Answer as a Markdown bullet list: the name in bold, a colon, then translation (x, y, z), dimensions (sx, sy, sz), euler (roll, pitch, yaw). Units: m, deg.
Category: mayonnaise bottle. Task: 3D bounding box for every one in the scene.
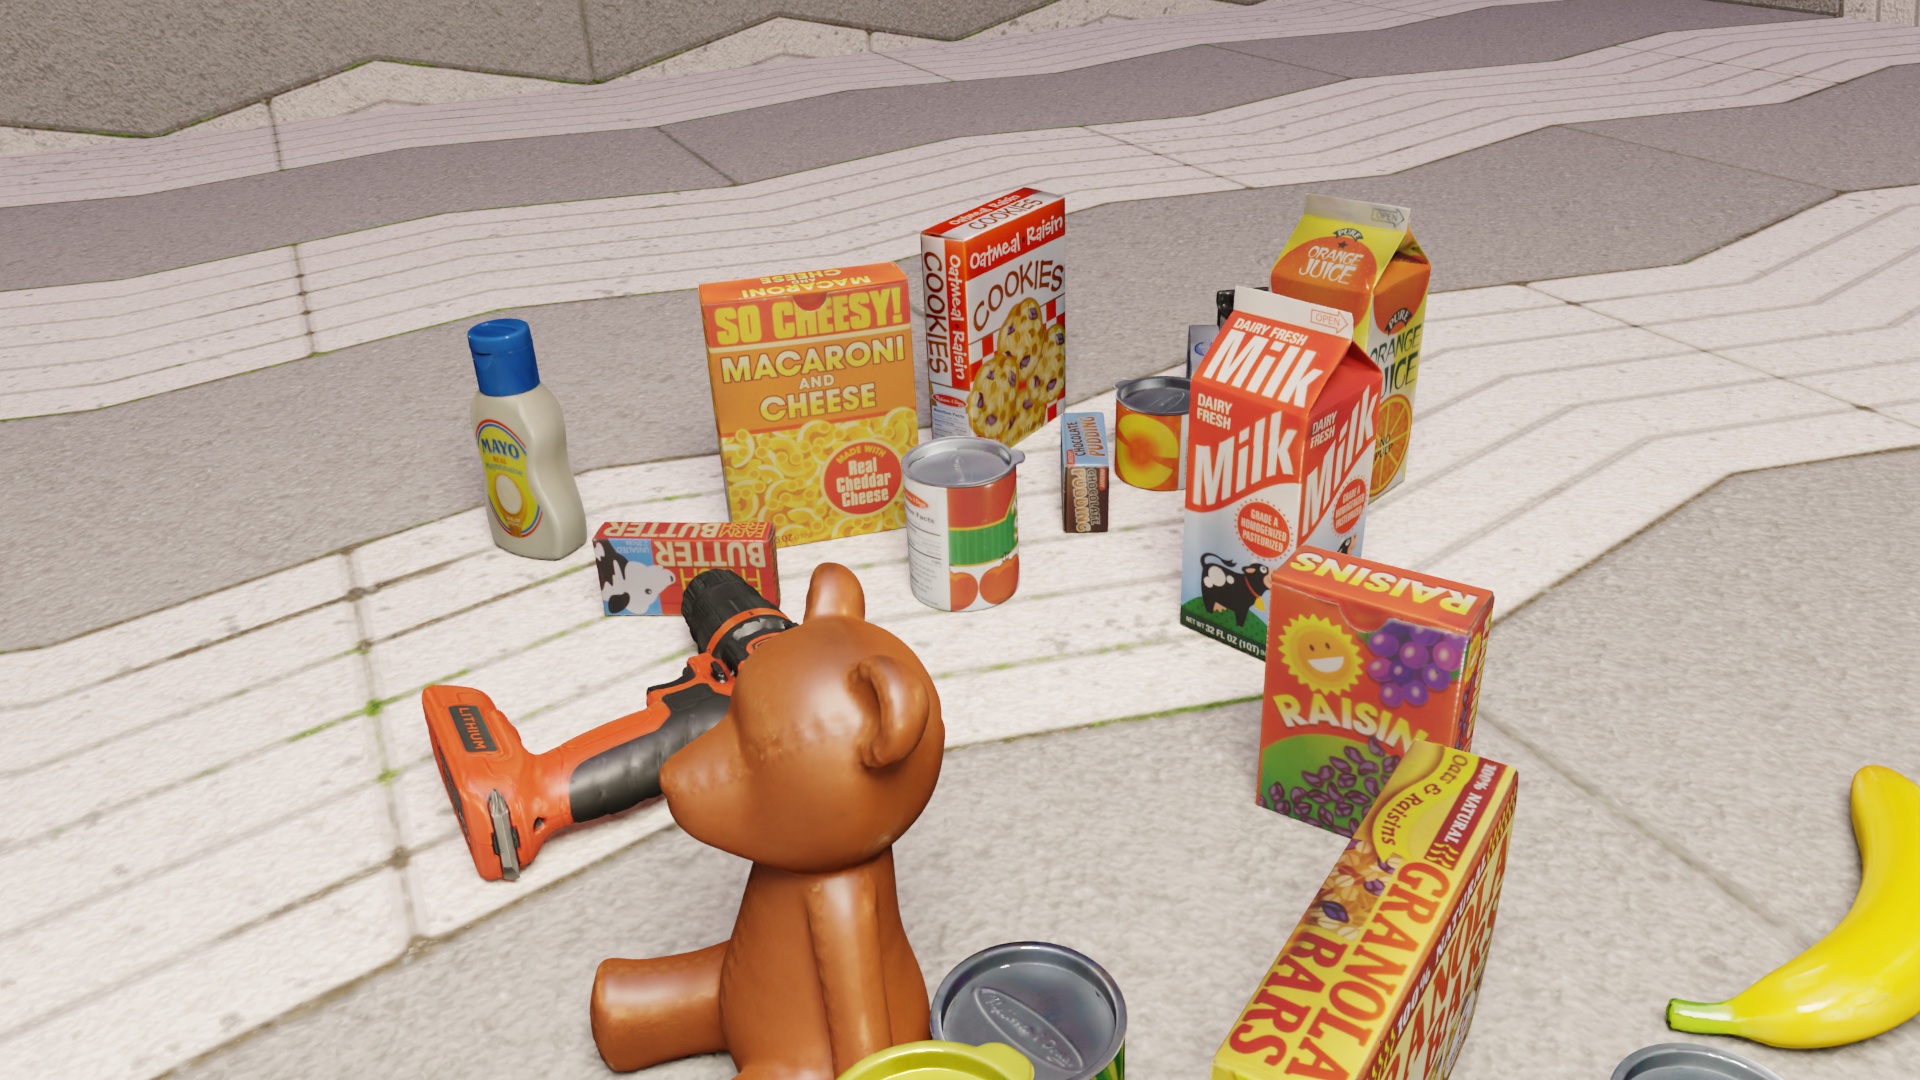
- **mayonnaise bottle**: translation (-0.273, -0.062, 0.861), dimensions (0.065, 0.147, 0.041), euler (12, 31, 25)

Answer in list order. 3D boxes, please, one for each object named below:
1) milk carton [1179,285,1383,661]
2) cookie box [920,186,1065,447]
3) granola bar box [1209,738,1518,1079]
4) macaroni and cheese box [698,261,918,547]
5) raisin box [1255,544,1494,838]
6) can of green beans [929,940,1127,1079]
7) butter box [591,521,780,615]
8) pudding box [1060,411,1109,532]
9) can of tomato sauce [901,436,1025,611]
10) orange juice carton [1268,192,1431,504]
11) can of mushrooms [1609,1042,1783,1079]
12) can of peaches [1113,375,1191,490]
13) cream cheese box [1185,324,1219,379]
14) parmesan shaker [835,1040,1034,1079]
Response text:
- **milk carton**: translation (0.168, -0.037, 0.734), dimensions (0.074, 0.189, 0.072), euler (-27, 37, -37)
- **cookie box**: translation (0.026, -0.150, 0.977), dimensions (0.040, 0.166, 0.123), euler (17, 34, 32)
- **granola bar box**: translation (0.130, 0.160, 0.445), dimensions (0.039, 0.123, 0.166), euler (16, 34, 31)
- **macaroni and cheese box**: translation (-0.089, -0.081, 0.860), dimensions (0.124, 0.165, 0.040), euler (-10, 29, -13)
- **raisin box**: translation (0.177, 0.071, 0.604), dimensions (0.086, 0.122, 0.040), euler (17, 34, 32)
- **can of green beans**: translation (0.024, 0.183, 0.479), dimensions (0.071, 0.057, 0.071), euler (-2, 28, 1)
- **butter box**: translation (-0.157, 0.017, 0.805), dimensions (0.103, 0.053, 0.024), euler (0, 28, 5)
- **pudding box**: translation (0.080, -0.046, 0.903), dimensions (0.030, 0.049, 0.084), euler (-1, 29, 3)
- **can of tomato sauce**: translation (0.003, -0.010, 0.810), dimensions (0.071, 0.082, 0.071), euler (-2, 28, 1)
- **orange juice carton**: translation (0.242, -0.120, 0.878), dimensions (0.072, 0.191, 0.073), euler (23, 38, 39)
- **can of mushrooms**: translation (0.246, 0.202, 0.452), dimensions (0.071, 0.033, 0.071), euler (-2, 29, 1)
- **can of peaches**: translation (0.136, -0.073, 0.941), dimensions (0.071, 0.057, 0.071), euler (-2, 28, 1)
- **cream cheese box**: translation (0.179, -0.116, 1.020), dimensions (0.024, 0.053, 0.104), euler (1, 29, 7)
- **parmesan shaker**: translation (-0.005, 0.204, 0.397), dimensions (0.071, 0.102, 0.071), euler (-2, 28, 1)
